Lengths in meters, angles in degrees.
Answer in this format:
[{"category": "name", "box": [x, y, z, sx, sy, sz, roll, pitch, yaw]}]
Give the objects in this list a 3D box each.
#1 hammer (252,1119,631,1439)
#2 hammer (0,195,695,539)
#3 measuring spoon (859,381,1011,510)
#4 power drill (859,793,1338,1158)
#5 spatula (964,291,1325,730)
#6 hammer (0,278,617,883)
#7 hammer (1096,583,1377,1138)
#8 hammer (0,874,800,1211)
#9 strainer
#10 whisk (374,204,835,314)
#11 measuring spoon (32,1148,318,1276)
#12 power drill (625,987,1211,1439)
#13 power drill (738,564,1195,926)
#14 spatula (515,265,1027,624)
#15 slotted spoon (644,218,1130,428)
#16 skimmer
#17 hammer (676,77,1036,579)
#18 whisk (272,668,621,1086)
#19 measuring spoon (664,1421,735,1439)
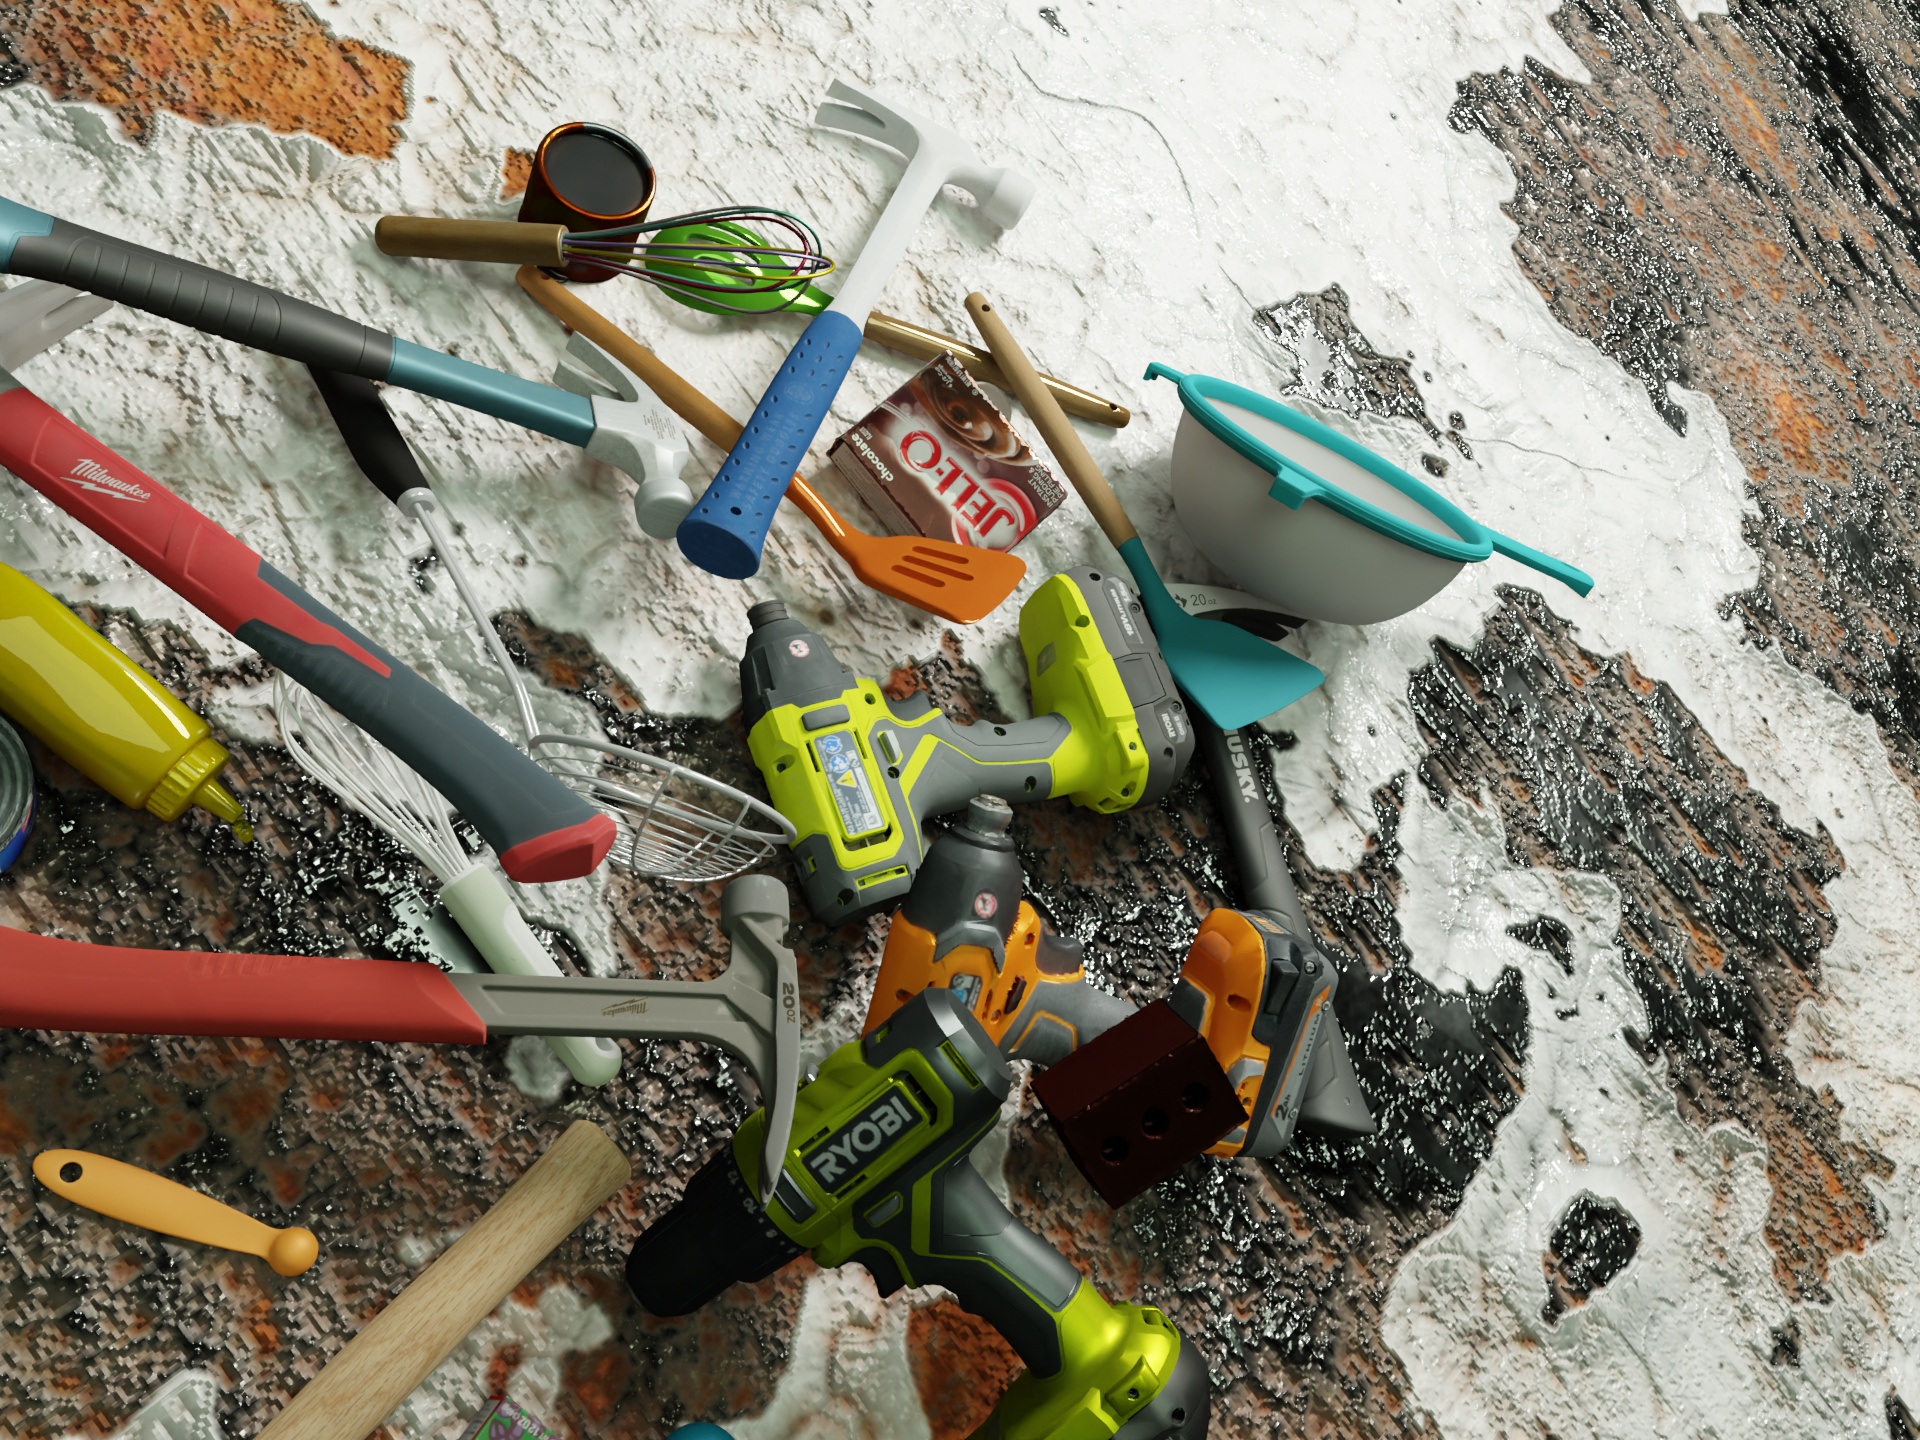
[{"category": "hammer", "box": [-0.259, 0.289, 0.631, 0.130, 0.031, 0.331, 48, 57, 0]}, {"category": "hammer", "box": [-0.286, -0.176, 0.756, 0.330, 0.033, 0.128, 15, 37, -31]}, {"category": "measuring spoon", "box": [-0.017, -0.160, 0.946, 0.124, 0.018, 0.034, -42, 96, -26]}, {"category": "power drill", "box": [0.068, 0.131, 0.791, 0.226, 0.084, 0.164, 12, 98, -21]}, {"category": "spatula", "box": [0.090, -0.131, 0.930, 0.082, 0.044, 0.318, -25, 76, -27]}, {"category": "hammer", "box": [-0.303, -0.063, 0.705, 0.386, 0.038, 0.143, 35, 57, 7]}, {"category": "hammer", "box": [0.177, 0.076, 0.925, 0.146, 0.035, 0.335, -7, 73, -27]}, {"category": "hammer", "box": [-0.246, 0.124, 0.655, 0.359, 0.036, 0.149, 4, 50, -11]}, {"category": "strainer", "box": [0.259, -0.104, 0.996, 0.340, 0.095, 0.211, 17, 25, -29]}, {"category": "whisk", "box": [-0.187, -0.247, 0.832, 0.245, 0.051, 0.047, 5, 61, 4]}, {"category": "measuring spoon", "box": [-0.320, 0.200, 0.650, 0.117, 0.011, 0.021, 26, 60, -14]}, {"category": "power drill", "box": [-0.018, 0.259, 0.707, 0.190, 0.080, 0.228, -38, 92, 1]}, {"category": "power drill", "box": [-0.001, -0.003, 0.850, 0.223, 0.080, 0.171, -15, 76, -26]}, {"category": "spatula", "box": [-0.110, -0.153, 0.860, 0.322, 0.041, 0.081, 38, 40, 3]}, {"category": "slotted spoon", "box": [-0.034, -0.233, 0.959, 0.313, 0.031, 0.070, 16, 60, -20]}, {"category": "skimmer", "box": [-0.209, -0.072, 0.769, 0.090, 0.127, 0.363, -31, 76, -8]}, {"category": "hammer", "box": [-0.069, -0.229, 0.890, 0.144, 0.035, 0.406, 29, 49, -10]}, {"category": "whisk", "box": [-0.233, 0.066, 0.729, 0.059, 0.058, 0.246, -36, 92, 11]}, {"category": "measuring spoon", "box": [-0.073, 0.343, 0.701, 0.128, 0.021, 0.042, 22, 62, -14]}]
